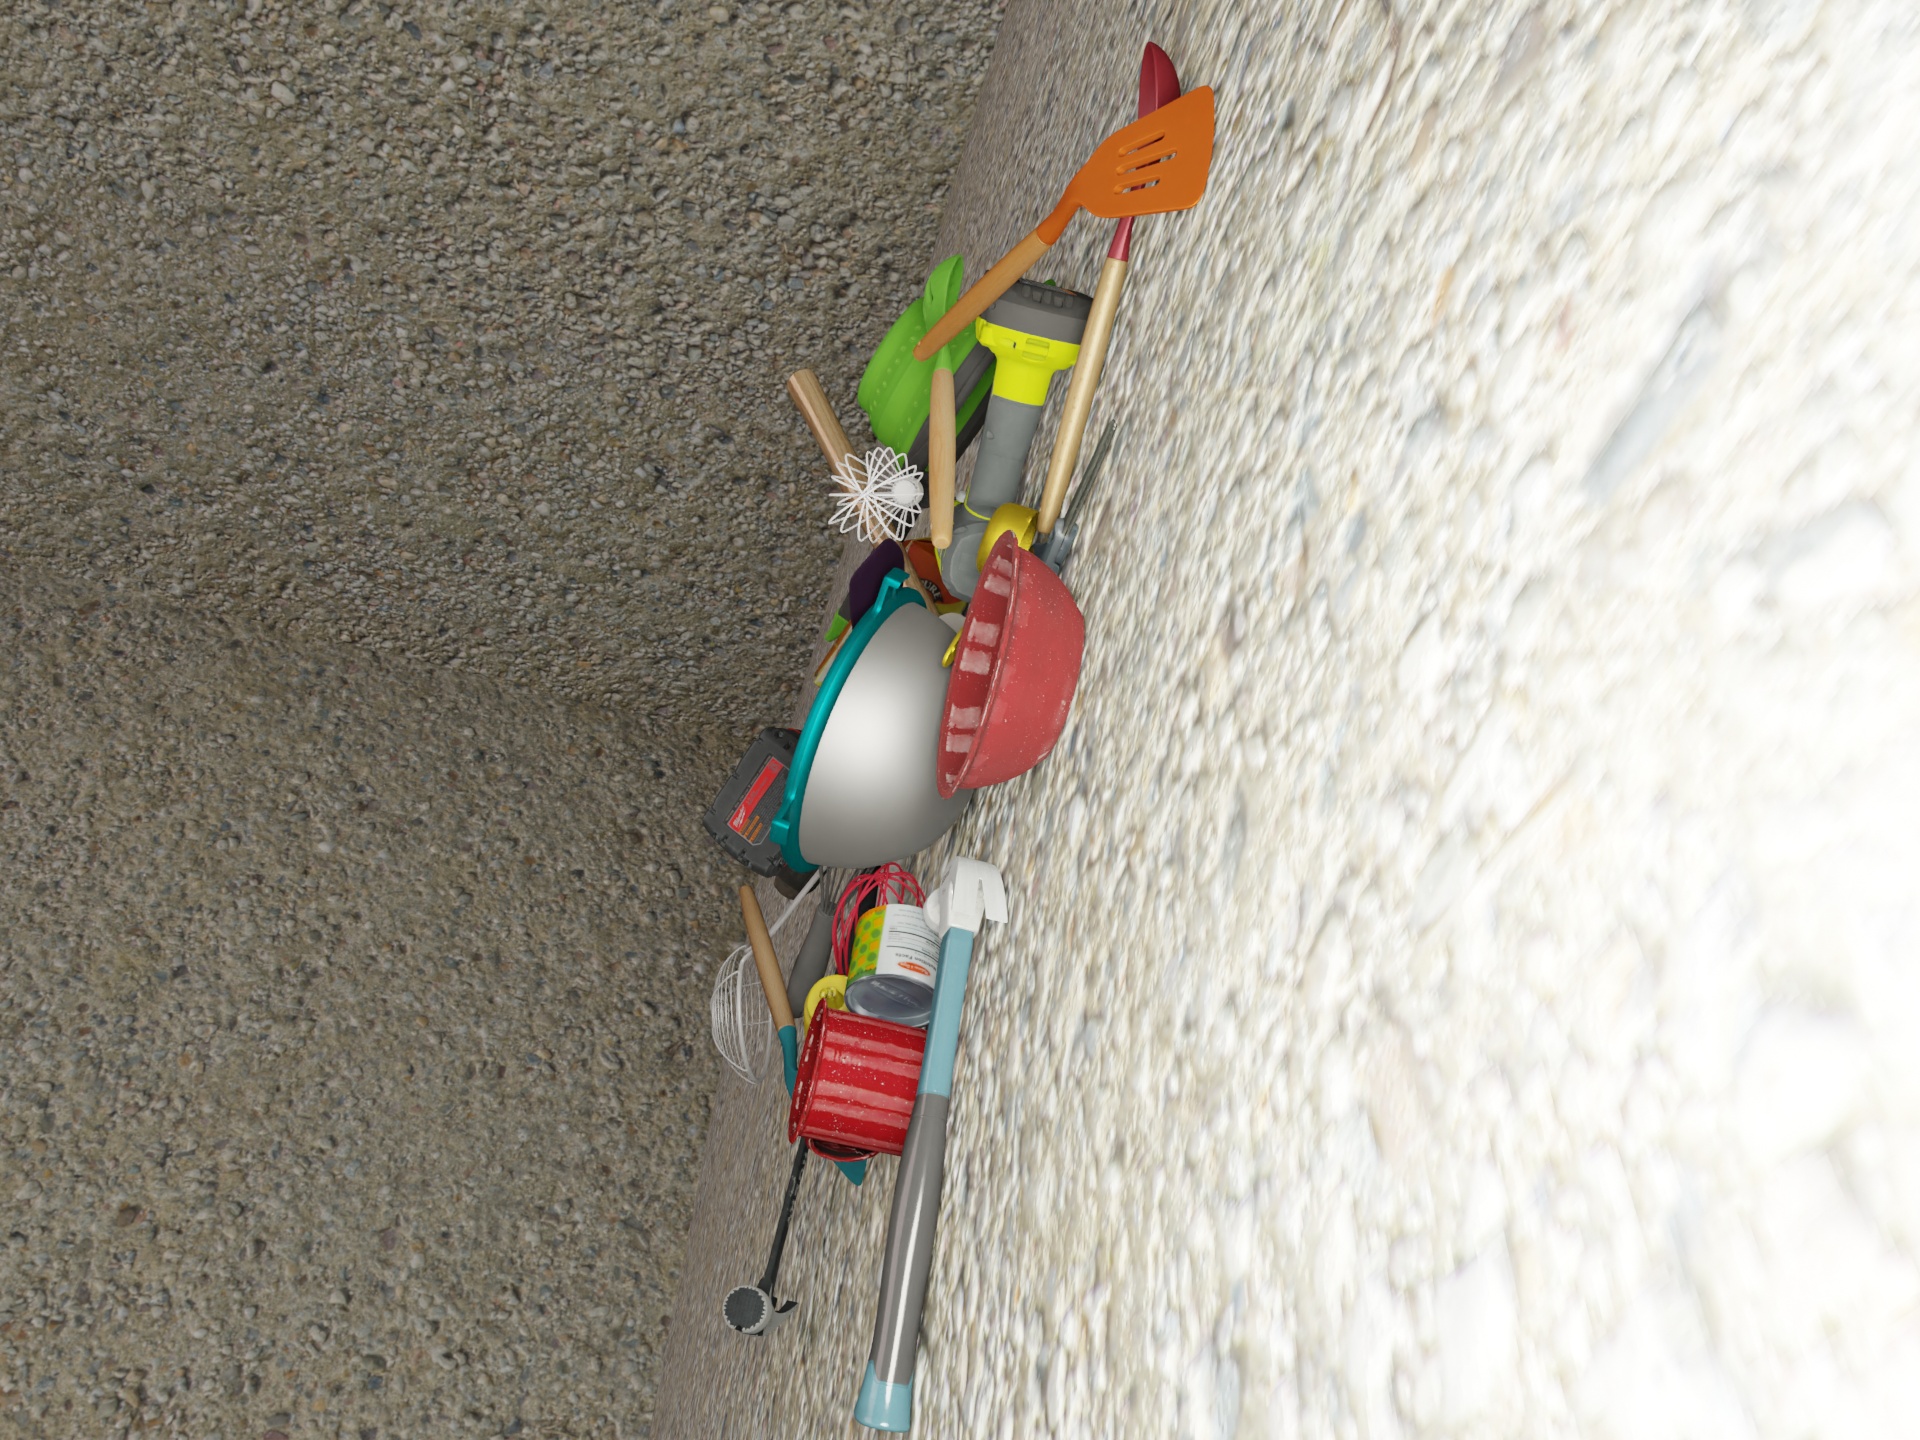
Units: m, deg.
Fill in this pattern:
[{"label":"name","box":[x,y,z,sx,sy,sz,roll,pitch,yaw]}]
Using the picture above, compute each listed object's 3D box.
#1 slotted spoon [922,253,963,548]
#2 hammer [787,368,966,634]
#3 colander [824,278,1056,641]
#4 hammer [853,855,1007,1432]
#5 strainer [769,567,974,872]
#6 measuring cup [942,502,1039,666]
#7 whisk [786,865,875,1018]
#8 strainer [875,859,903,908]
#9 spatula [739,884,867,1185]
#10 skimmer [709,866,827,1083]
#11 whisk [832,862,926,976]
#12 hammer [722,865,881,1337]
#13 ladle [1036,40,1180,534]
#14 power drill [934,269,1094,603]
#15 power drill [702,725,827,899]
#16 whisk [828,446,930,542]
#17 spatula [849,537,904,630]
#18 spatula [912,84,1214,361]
[{"label":"slotted spoon","box":[-0.013,-0.237,1.160,0.070,0.031,0.314,101,172,-49]},{"label":"hammer","box":[-0.066,-0.156,1.289,0.130,0.031,0.332,85,160,-63]},{"label":"colander","box":[-0.059,-0.235,1.400,0.397,0.094,0.204,-57,-2,34]},{"label":"hammer","box":[-0.018,0.233,0.921,0.128,0.033,0.331,118,164,-61]},{"label":"strainer","box":[-0.025,0.037,1.153,0.340,0.095,0.211,57,-124,-73]},{"label":"measuring cup","box":[0.011,-0.090,1.057,0.062,0.029,0.157,104,-166,-47]},{"label":"whisk","box":[-0.110,0.160,1.318,0.055,0.055,0.238,-90,17,-58]},{"label":"strainer","box":[-0.055,0.073,1.394,0.086,0.050,0.259,86,-170,-66]},{"label":"spatula","box":[-0.135,0.235,1.292,0.318,0.044,0.082,-119,31,-52]},{"label":"skimmer","box":[-0.118,0.172,1.400,0.363,0.090,0.127,-52,14,25]},{"label":"whisk","box":[-0.075,0.224,1.234,0.073,0.073,0.295,-88,8,-55]},{"label":"hammer","box":[-0.118,0.313,1.357,0.149,0.036,0.409,81,-158,-66]},{"label":"ladle","box":[0.094,-0.275,1.038,0.069,0.031,0.315,-97,21,-75]},{"label":"power drill","box":[0.030,-0.212,1.190,0.191,0.080,0.228,-101,24,-71]},{"label":"power drill","box":[-0.142,0.089,1.442,0.188,0.080,0.226,-55,-16,10]},{"label":"whisk","box":[-0.045,-0.167,1.167,0.284,0.070,0.070,-50,-24,-78]},{"label":"spatula","box":[-0.056,-0.033,1.169,0.060,0.018,0.315,-50,-18,-24]},{"label":"spatula","box":[0.051,-0.297,1.023,0.322,0.041,0.081,-24,55,60]}]
